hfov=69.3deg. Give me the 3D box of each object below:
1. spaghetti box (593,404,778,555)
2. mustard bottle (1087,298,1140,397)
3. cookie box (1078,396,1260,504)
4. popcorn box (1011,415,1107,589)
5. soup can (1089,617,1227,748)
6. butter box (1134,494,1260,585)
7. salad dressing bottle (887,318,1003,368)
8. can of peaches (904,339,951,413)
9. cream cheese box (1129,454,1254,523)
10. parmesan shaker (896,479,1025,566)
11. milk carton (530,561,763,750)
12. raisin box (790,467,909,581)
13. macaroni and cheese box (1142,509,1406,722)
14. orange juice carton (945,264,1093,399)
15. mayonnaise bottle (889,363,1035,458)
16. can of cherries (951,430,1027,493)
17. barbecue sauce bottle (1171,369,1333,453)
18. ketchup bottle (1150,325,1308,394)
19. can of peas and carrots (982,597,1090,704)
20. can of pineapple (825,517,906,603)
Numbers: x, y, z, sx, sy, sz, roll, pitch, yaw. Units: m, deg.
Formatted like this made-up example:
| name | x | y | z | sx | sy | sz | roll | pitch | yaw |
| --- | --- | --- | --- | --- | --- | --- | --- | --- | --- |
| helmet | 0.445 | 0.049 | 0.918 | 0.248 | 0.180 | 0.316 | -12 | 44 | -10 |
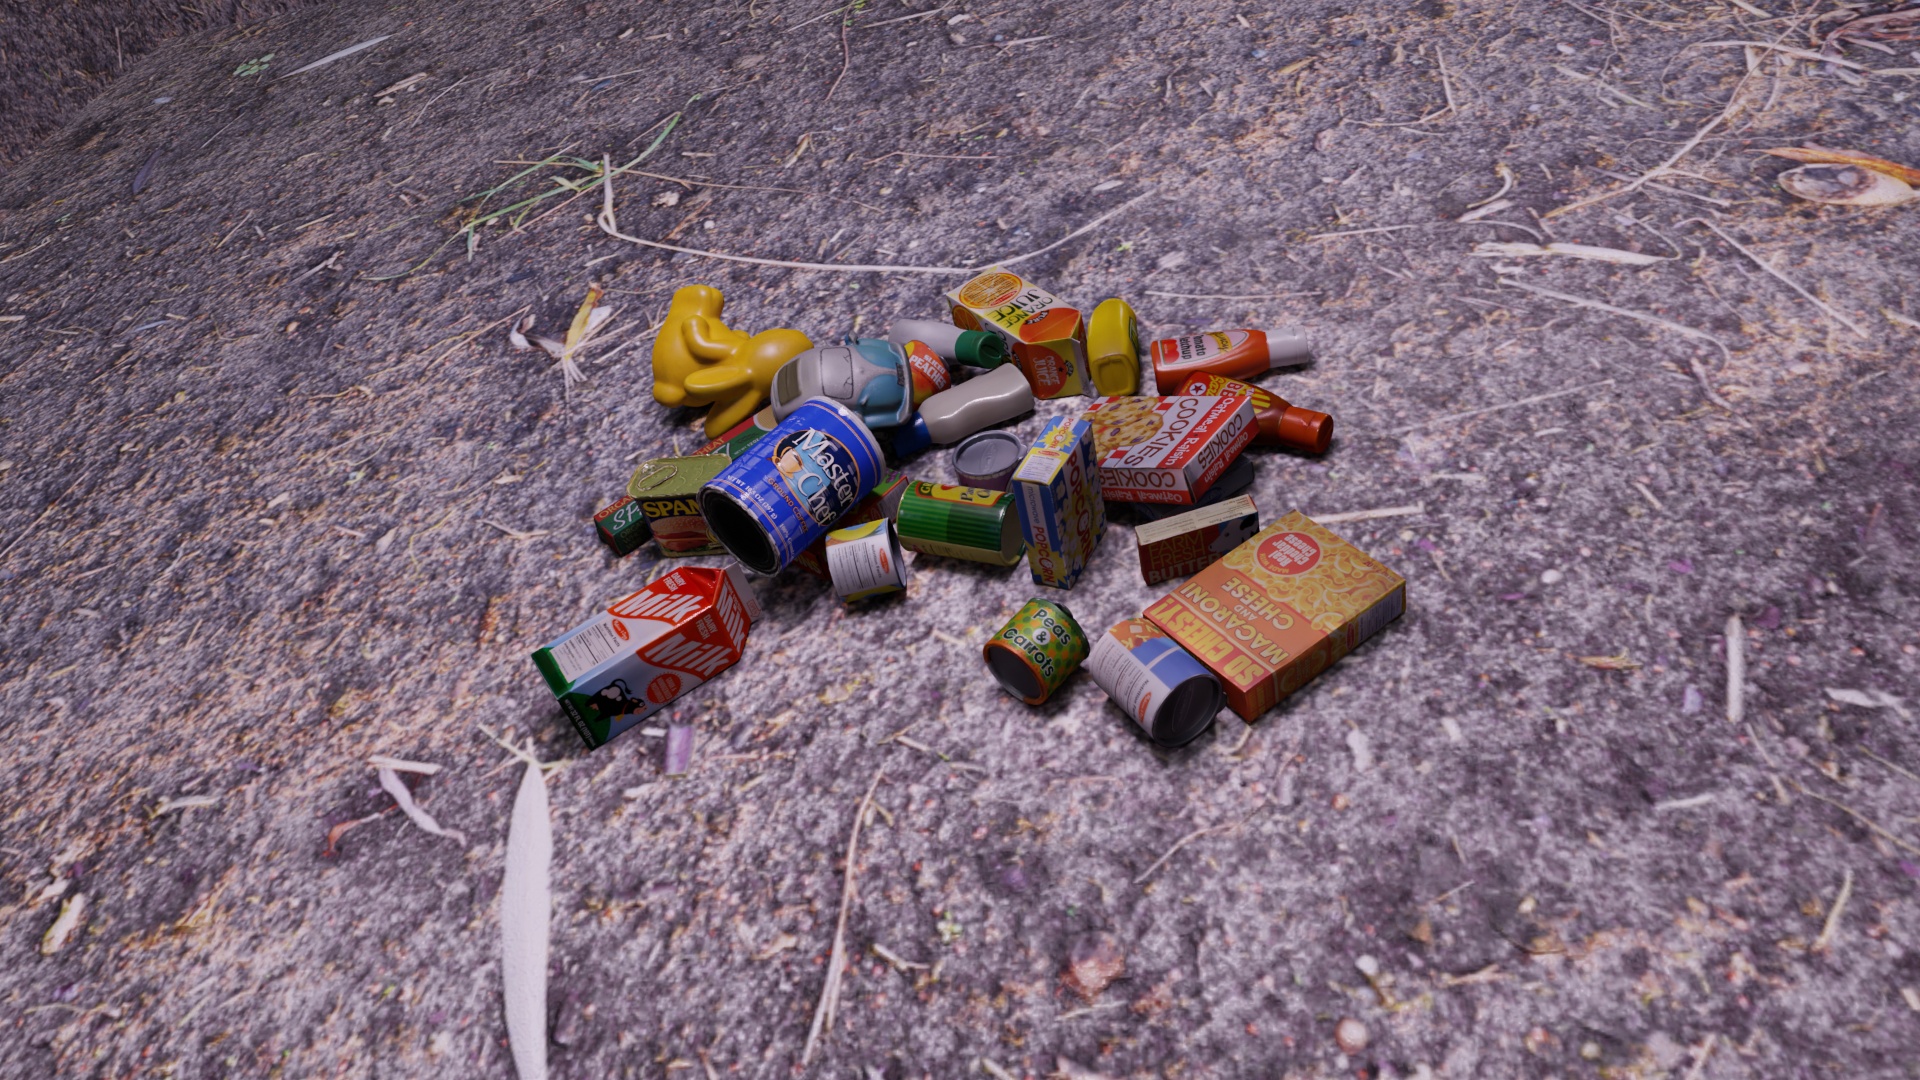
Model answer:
| name | x | y | z | sx | sy | sz | roll | pitch | yaw |
| --- | --- | --- | --- | --- | --- | --- | --- | --- | --- |
| spaghetti box | -0.259 | -0.070 | 1.424 | 0.251 | 0.028 | 0.050 | -35 | 43 | -21 |
| mustard bottle | 0.156 | -0.207 | 1.414 | 0.049 | 0.065 | 0.161 | -10 | 37 | 14 |
| cookie box | 0.167 | -0.083 | 1.254 | 0.167 | 0.040 | 0.123 | 5 | 38 | 43 |
| popcorn box | 0.086 | -0.032 | 1.191 | 0.038 | 0.126 | 0.085 | 12 | 49 | 26 |
| soup can | 0.150 | 0.107 | 1.060 | 0.071 | 0.071 | 0.084 | -30 | 42 | -15 |
| butter box | 0.200 | 0.000 | 1.172 | 0.103 | 0.053 | 0.024 | -17 | 43 | 1 |
| salad dressing bottle | -0.016 | -0.204 | 1.453 | 0.148 | 0.064 | 0.044 | 16 | 85 | 49 |
| can of peaches | -0.051 | -0.164 | 1.429 | 0.058 | 0.071 | 0.071 | -40 | 46 | -24 |
| cream cheese box | 0.207 | -0.050 | 1.248 | 0.104 | 0.024 | 0.053 | -30 | 41 | -16 |
| parmesan shaker | 0.004 | -0.016 | 1.249 | 0.103 | 0.071 | 0.072 | 8 | 46 | 26 |
| milk carton | -0.265 | 0.091 | 1.213 | 0.191 | 0.072 | 0.073 | -32 | 43 | -16 |
| raisin box | -0.117 | -0.025 | 1.318 | 0.086 | 0.040 | 0.124 | 25 | 56 | 37 |
| macaroni and cheese box | 0.248 | 0.057 | 1.102 | 0.167 | 0.040 | 0.124 | -32 | 43 | -18 |
| orange juice carton | 0.072 | -0.211 | 1.438 | 0.073 | 0.071 | 0.193 | -33 | 43 | -17 |
| mayonnaise bottle | -0.003 | -0.128 | 1.395 | 0.148 | 0.041 | 0.065 | -25 | 36 | -7 |
| can of cherries | 0.033 | -0.059 | 1.291 | 0.071 | 0.058 | 0.072 | -10 | 40 | 8 |
| barbecue sauce bottle | 0.269 | -0.115 | 1.285 | 0.148 | 0.043 | 0.065 | 19 | 61 | 34 |
| ketchup bottle | 0.263 | -0.180 | 1.361 | 0.149 | 0.043 | 0.065 | -8 | 39 | 9 |
| can of peas and carrots | 0.061 | 0.087 | 1.107 | 0.071 | 0.070 | 0.059 | 25 | 56 | 38 |
| can of pineapple | -0.084 | 0.018 | 1.240 | 0.058 | 0.070 | 0.071 | -14 | 41 | 4 |
